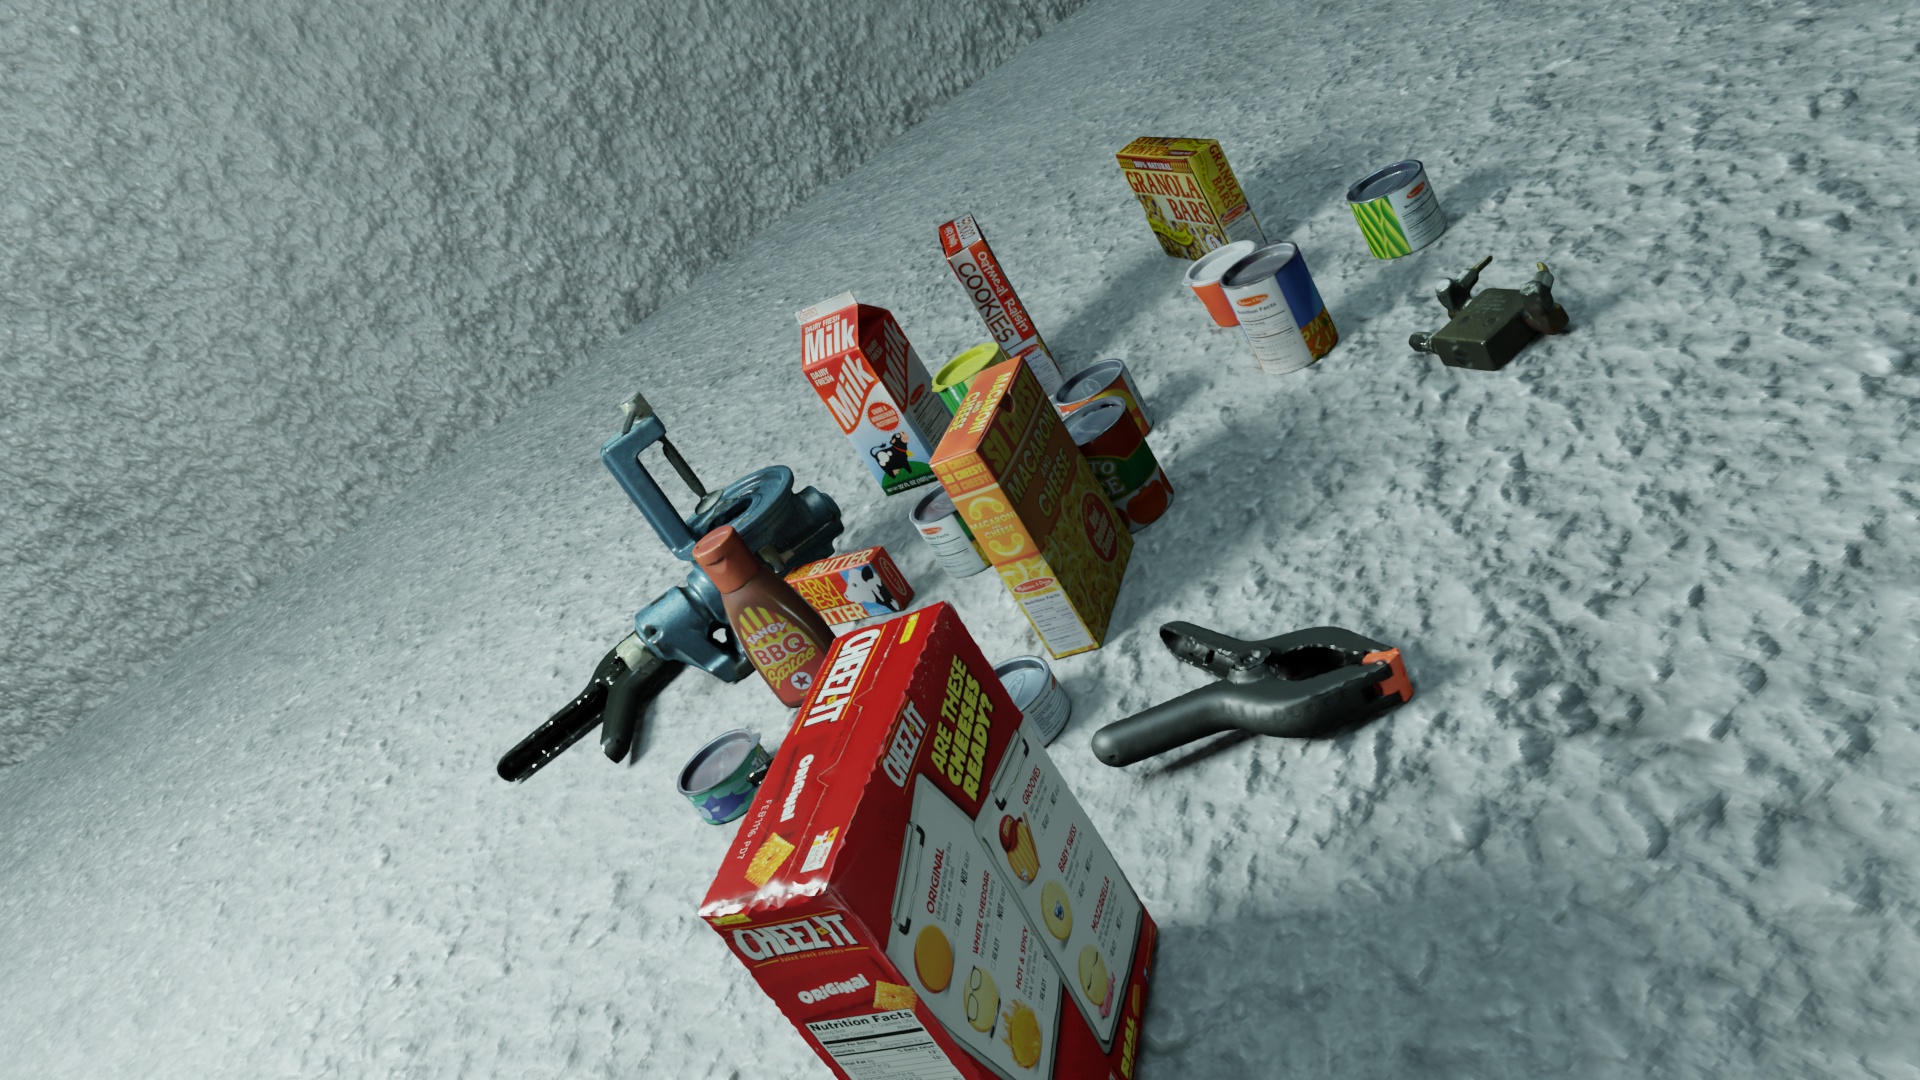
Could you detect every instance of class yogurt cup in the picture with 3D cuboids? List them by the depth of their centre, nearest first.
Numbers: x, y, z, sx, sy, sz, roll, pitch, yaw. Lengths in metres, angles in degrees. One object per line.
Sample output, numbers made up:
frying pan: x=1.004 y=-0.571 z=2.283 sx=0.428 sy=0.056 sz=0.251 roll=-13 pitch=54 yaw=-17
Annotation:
yogurt cup: x=0.241 y=-0.226 z=1.232 sx=0.072 sy=0.053 sz=0.073 roll=-27 pitch=24 yaw=13

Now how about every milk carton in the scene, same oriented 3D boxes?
milk carton: x=-0.078 y=-0.143 z=1.295 sx=0.072 sy=0.190 sz=0.074 roll=-16 pitch=29 yaw=35

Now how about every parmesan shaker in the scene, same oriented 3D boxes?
parmesan shaker: x=0.027 y=-0.110 z=1.211 sx=0.071 sy=0.102 sz=0.071 roll=-27 pitch=24 yaw=13

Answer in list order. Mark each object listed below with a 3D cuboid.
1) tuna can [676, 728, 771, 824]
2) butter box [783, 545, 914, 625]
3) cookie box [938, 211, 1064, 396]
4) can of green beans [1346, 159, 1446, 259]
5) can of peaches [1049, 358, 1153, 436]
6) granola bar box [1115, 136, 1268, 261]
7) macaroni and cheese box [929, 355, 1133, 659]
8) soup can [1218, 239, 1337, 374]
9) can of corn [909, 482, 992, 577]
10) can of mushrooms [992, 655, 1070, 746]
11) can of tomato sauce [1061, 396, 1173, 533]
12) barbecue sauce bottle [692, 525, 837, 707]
tuna can: x=-0.165 y=0.168 z=0.997 sx=0.071 sy=0.032 sz=0.071 roll=-27 pitch=24 yaw=13
butter box: x=-0.093 y=0.039 z=1.133 sx=0.103 sy=0.053 sz=0.024 roll=-13 pitch=30 yaw=37
cookie box: x=0.038 y=-0.226 z=1.342 sx=0.040 sy=0.167 sz=0.123 roll=-29 pitch=24 yaw=8
can of green beans: x=0.369 y=-0.279 z=1.173 sx=0.071 sy=0.057 sz=0.071 roll=-27 pitch=24 yaw=13
can of peaches: x=0.117 y=-0.108 z=1.152 sx=0.071 sy=0.058 sz=0.071 roll=-27 pitch=24 yaw=13
granola bar box: x=0.227 y=-0.336 z=1.375 sx=0.039 sy=0.124 sz=0.166 roll=-35 pitch=24 yaw=-6
macaroni and cheese box: x=0.053 y=-0.024 z=0.933 sx=0.040 sy=0.166 sz=0.124 roll=-19 pitch=27 yaw=30
soup can: x=0.254 y=-0.185 z=1.101 sx=0.071 sy=0.083 sz=0.072 roll=-27 pitch=24 yaw=13
can of corn: x=0.004 y=-0.014 z=1.109 sx=0.071 sy=0.058 sz=0.071 roll=-27 pitch=24 yaw=13
can of mushrooms: x=0.032 y=0.106 z=0.874 sx=0.071 sy=0.033 sz=0.071 roll=-27 pitch=24 yaw=13
can of tomato sauce: x=0.109 y=-0.053 z=1.024 sx=0.071 sy=0.083 sz=0.071 roll=-27 pitch=24 yaw=13
barbecue sauce bottle: x=-0.145 y=0.056 z=1.045 sx=0.065 sy=0.148 sz=0.044 roll=-25 pitch=24 yaw=17
